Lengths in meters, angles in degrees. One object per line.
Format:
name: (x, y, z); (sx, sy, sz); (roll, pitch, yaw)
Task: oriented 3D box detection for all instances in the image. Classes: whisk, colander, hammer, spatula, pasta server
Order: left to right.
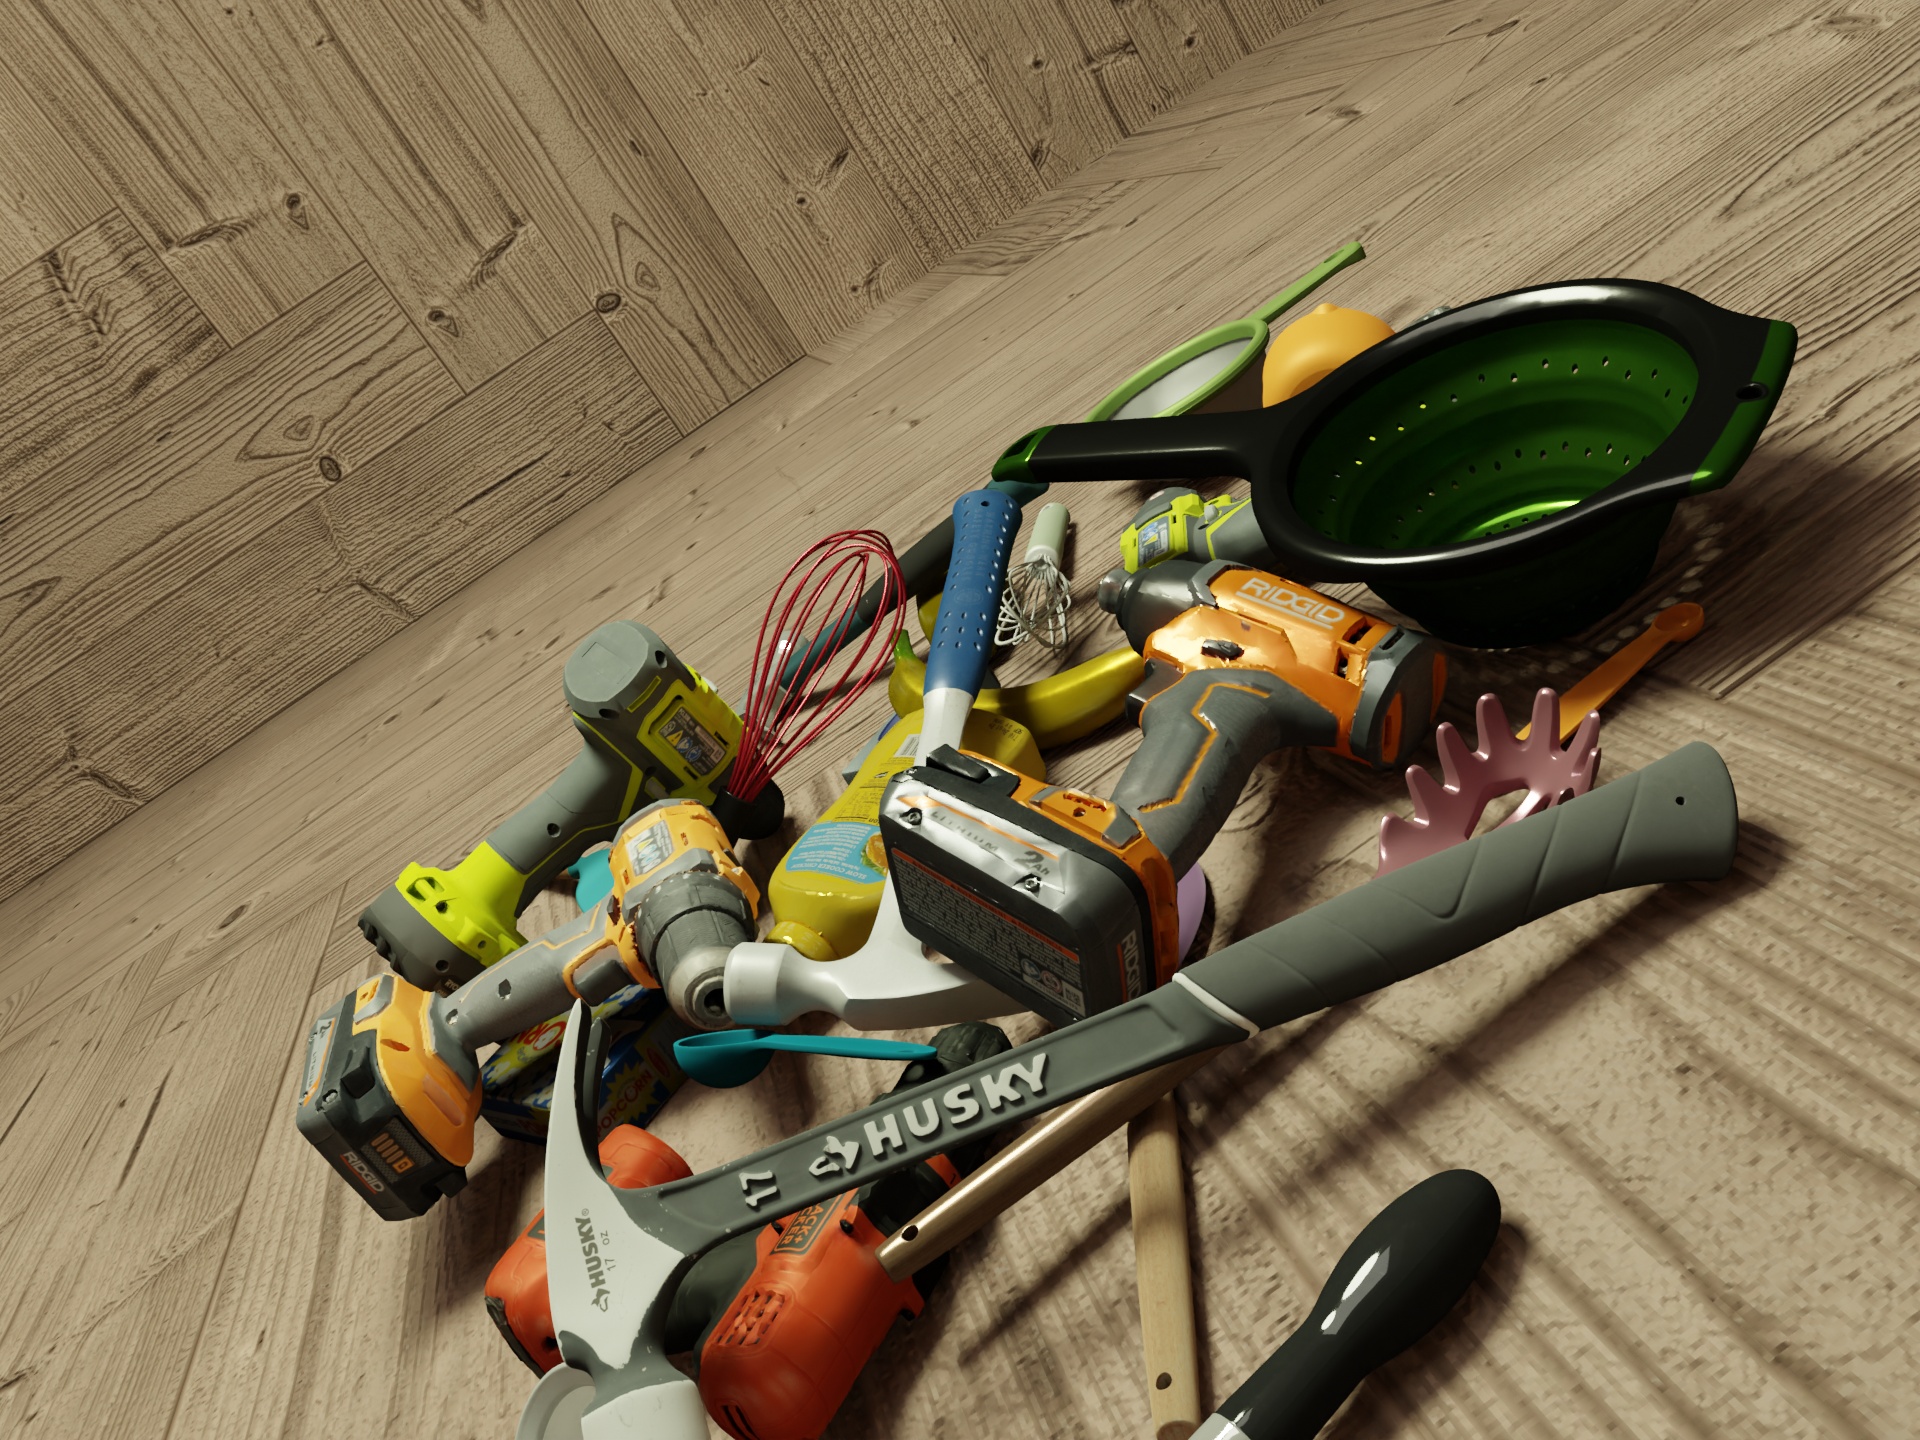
spatula: (-0.267, 0.111, 1.103); (0.082, 0.044, 0.317); (-45, 19, -25)
whisk: (-0.114, 0.026, 0.890); (0.296, 0.073, 0.073); (-61, 22, 3)
hammer: (-0.054, -0.084, 1.088); (0.331, 0.033, 0.128); (-36, 22, 41)
hammer: (-0.001, -0.003, 0.798); (0.144, 0.035, 0.406); (0, 37, 9)
whisk: (0.055, -0.103, 1.066); (0.058, 0.059, 0.246); (-44, 11, 22)
whisk: (0.044, 0.212, 0.397); (0.284, 0.070, 0.070); (-37, 21, -23)
hammer: (0.060, 0.095, 0.509); (0.409, 0.036, 0.149); (-22, 60, -4)
spatula: (0.070, 0.128, 0.580); (0.060, 0.018, 0.316); (-27, 21, 16)
pasta server: (0.101, 0.091, 0.554); (0.316, 0.040, 0.060); (-33, 35, -13)
colander: (0.181, -0.104, 0.754); (0.397, 0.094, 0.204); (6, 48, 44)

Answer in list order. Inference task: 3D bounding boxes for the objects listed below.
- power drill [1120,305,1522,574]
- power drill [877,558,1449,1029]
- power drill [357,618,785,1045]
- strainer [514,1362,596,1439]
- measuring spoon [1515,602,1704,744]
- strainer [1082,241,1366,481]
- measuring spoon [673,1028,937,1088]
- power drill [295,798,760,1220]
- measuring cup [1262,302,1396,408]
power drill: (0.192, -0.131, 0.886); (0.223, 0.080, 0.171); (-29, 22, 21)
power drill: (0.073, 0.011, 0.658); (0.164, 0.084, 0.226); (27, 52, 36)
power drill: (-0.209, 0.075, 0.916); (0.080, 0.190, 0.228); (33, 76, 36)
strainer: (-0.169, 0.284, 0.561); (0.258, 0.050, 0.087); (-28, 65, 30)
measuring spoon: (0.249, -0.007, 0.628); (0.117, 0.011, 0.021); (-40, 23, -6)
strainer: (0.201, -0.242, 1.120); (0.256, 0.069, 0.151); (-38, 19, -13)
measuring spoon: (-0.061, 0.136, 0.626); (0.129, 0.021, 0.042); (-5, -2, 36)
power drill: (-0.195, 0.138, 0.755); (0.226, 0.084, 0.185); (-34, 24, -6)
measuring cup: (0.265, -0.200, 0.945); (0.173, 0.095, 0.052); (-4, 37, 20)
